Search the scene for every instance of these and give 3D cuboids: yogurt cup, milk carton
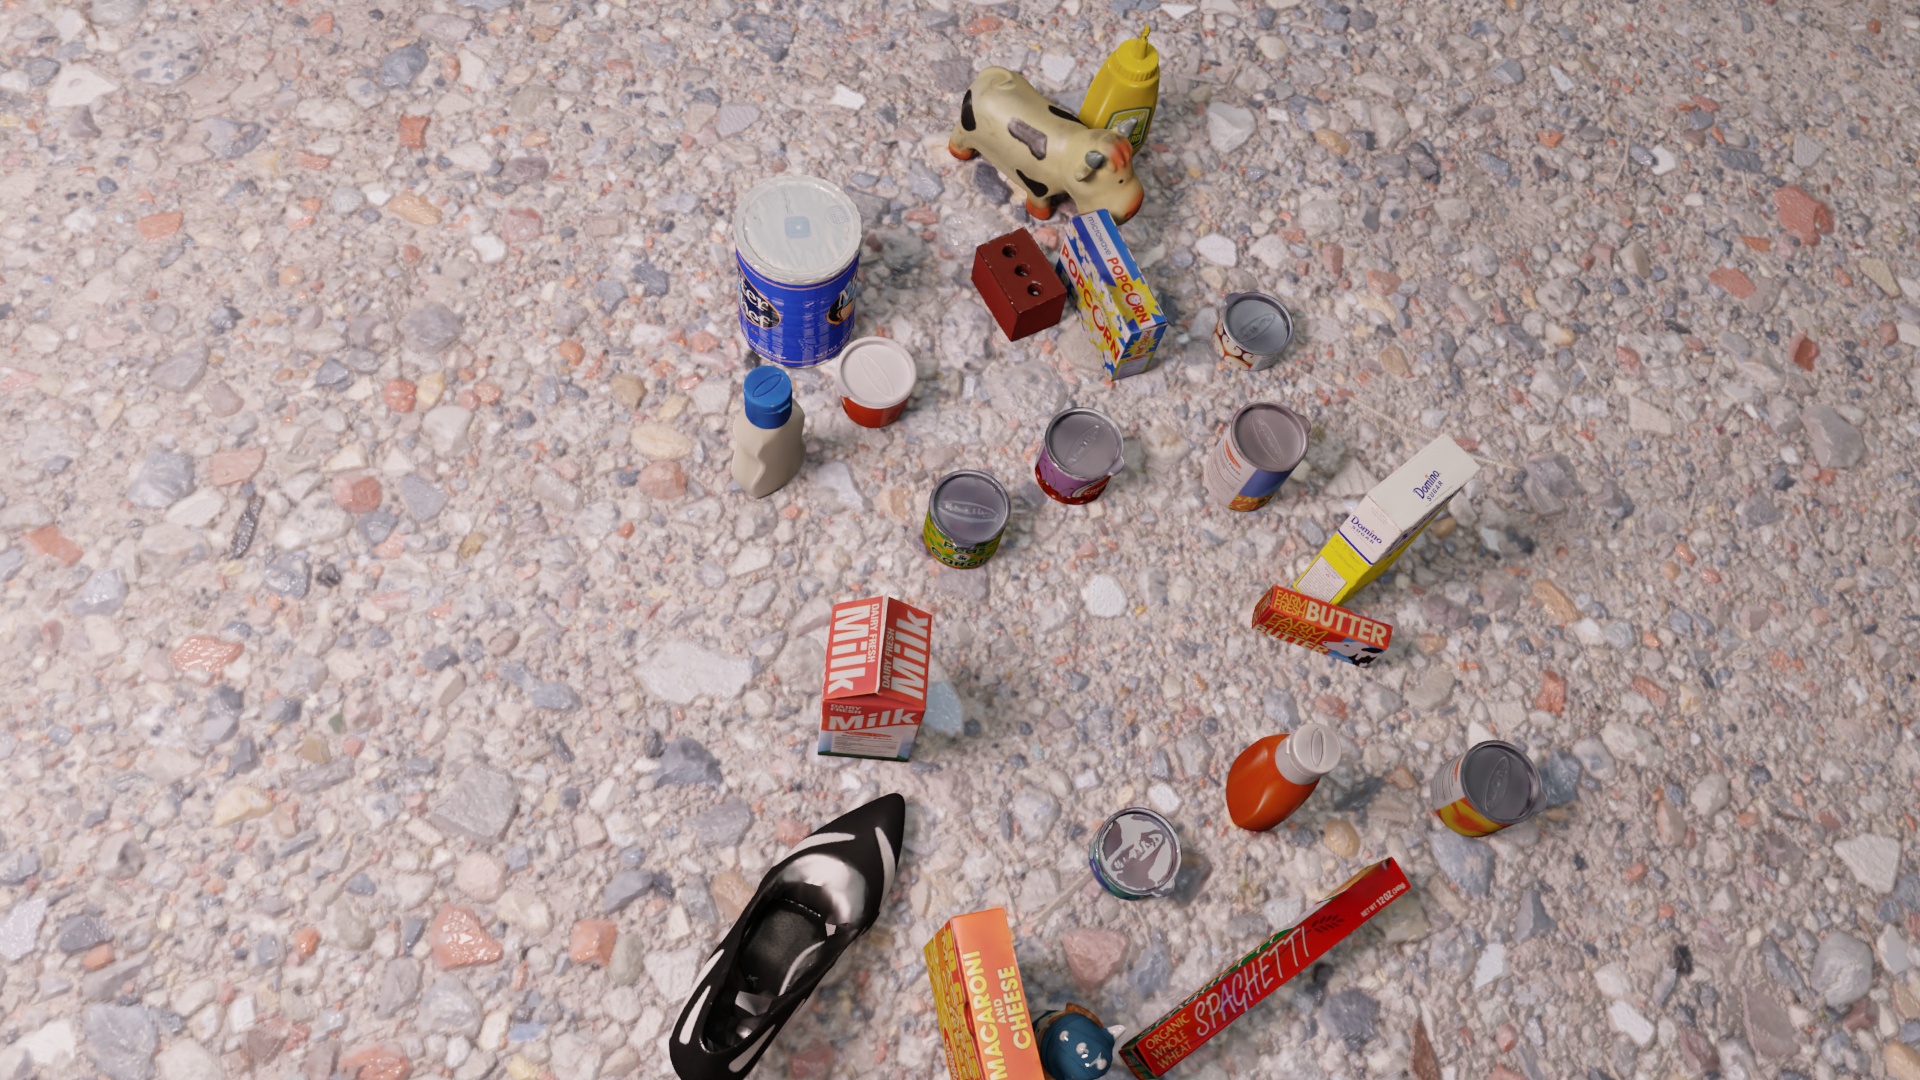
[{"bbox_3d":[-0.073,-0.131,1.177,0.072,0.053,0.072,3,67,-6],"label":"yogurt cup"},{"bbox_3d":[-0.062,0.101,1.004,0.073,0.189,0.072,6,67,-5],"label":"milk carton"}]

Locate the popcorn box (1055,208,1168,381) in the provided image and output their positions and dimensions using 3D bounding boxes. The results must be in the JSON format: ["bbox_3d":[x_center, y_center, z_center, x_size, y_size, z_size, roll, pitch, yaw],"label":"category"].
[{"bbox_3d":[0.130,-0.216,1.223,0.038,0.085,0.127,-19,71,-15],"label":"popcorn box"}]

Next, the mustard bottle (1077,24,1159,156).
[{"bbox_3d":[0.149,-0.408,1.267,0.065,0.159,0.049,-13,70,-13],"label":"mustard bottle"}]

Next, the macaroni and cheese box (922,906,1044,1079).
[{"bbox_3d":[0.013,0.322,0.932,0.040,0.165,0.124,-10,69,-11],"label":"macaroni and cheese box"}]

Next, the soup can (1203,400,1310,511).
[{"bbox_3d":[0.251,-0.071,1.177,0.071,0.083,0.071,3,67,-6],"label":"soup can"}]

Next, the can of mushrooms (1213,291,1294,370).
[{"bbox_3d":[0.263,-0.191,1.258,0.071,0.033,0.071,3,67,-6],"label":"can of mushrooms"}]

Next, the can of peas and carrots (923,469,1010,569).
[{"bbox_3d":[0.004,-0.014,1.134,0.071,0.058,0.071,3,67,-6],"label":"can of peas and carrots"}]

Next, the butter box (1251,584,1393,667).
[{"bbox_3d":[0.295,0.071,1.139,0.103,0.053,0.024,20,66,1],"label":"butter box"}]

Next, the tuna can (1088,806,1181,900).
[{"bbox_3d":[0.134,0.241,1.055,0.071,0.032,0.071,3,67,-6],"label":"tuna can"}]

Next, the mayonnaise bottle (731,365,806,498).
[{"bbox_3d":[-0.151,-0.087,1.096,0.065,0.147,0.041,-41,78,-21],"label":"mayonnaise bottle"}]

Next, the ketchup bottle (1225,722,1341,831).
[{"bbox_3d":[0.239,0.173,1.035,0.043,0.148,0.065,10,66,-3],"label":"ketchup bottle"}]

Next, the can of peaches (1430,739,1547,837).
[{"bbox_3d":[0.416,0.198,1.097,0.071,0.057,0.071,3,67,-6],"label":"can of peaches"}]

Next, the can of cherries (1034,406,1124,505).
[{"bbox_3d":[0.100,-0.068,1.170,0.071,0.058,0.072,3,67,-6],"label":"can of cherries"}]

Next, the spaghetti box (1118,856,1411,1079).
[{"bbox_3d":[0.226,0.315,1.026,0.251,0.050,0.029,-30,74,-18],"label":"spaghetti box"}]
